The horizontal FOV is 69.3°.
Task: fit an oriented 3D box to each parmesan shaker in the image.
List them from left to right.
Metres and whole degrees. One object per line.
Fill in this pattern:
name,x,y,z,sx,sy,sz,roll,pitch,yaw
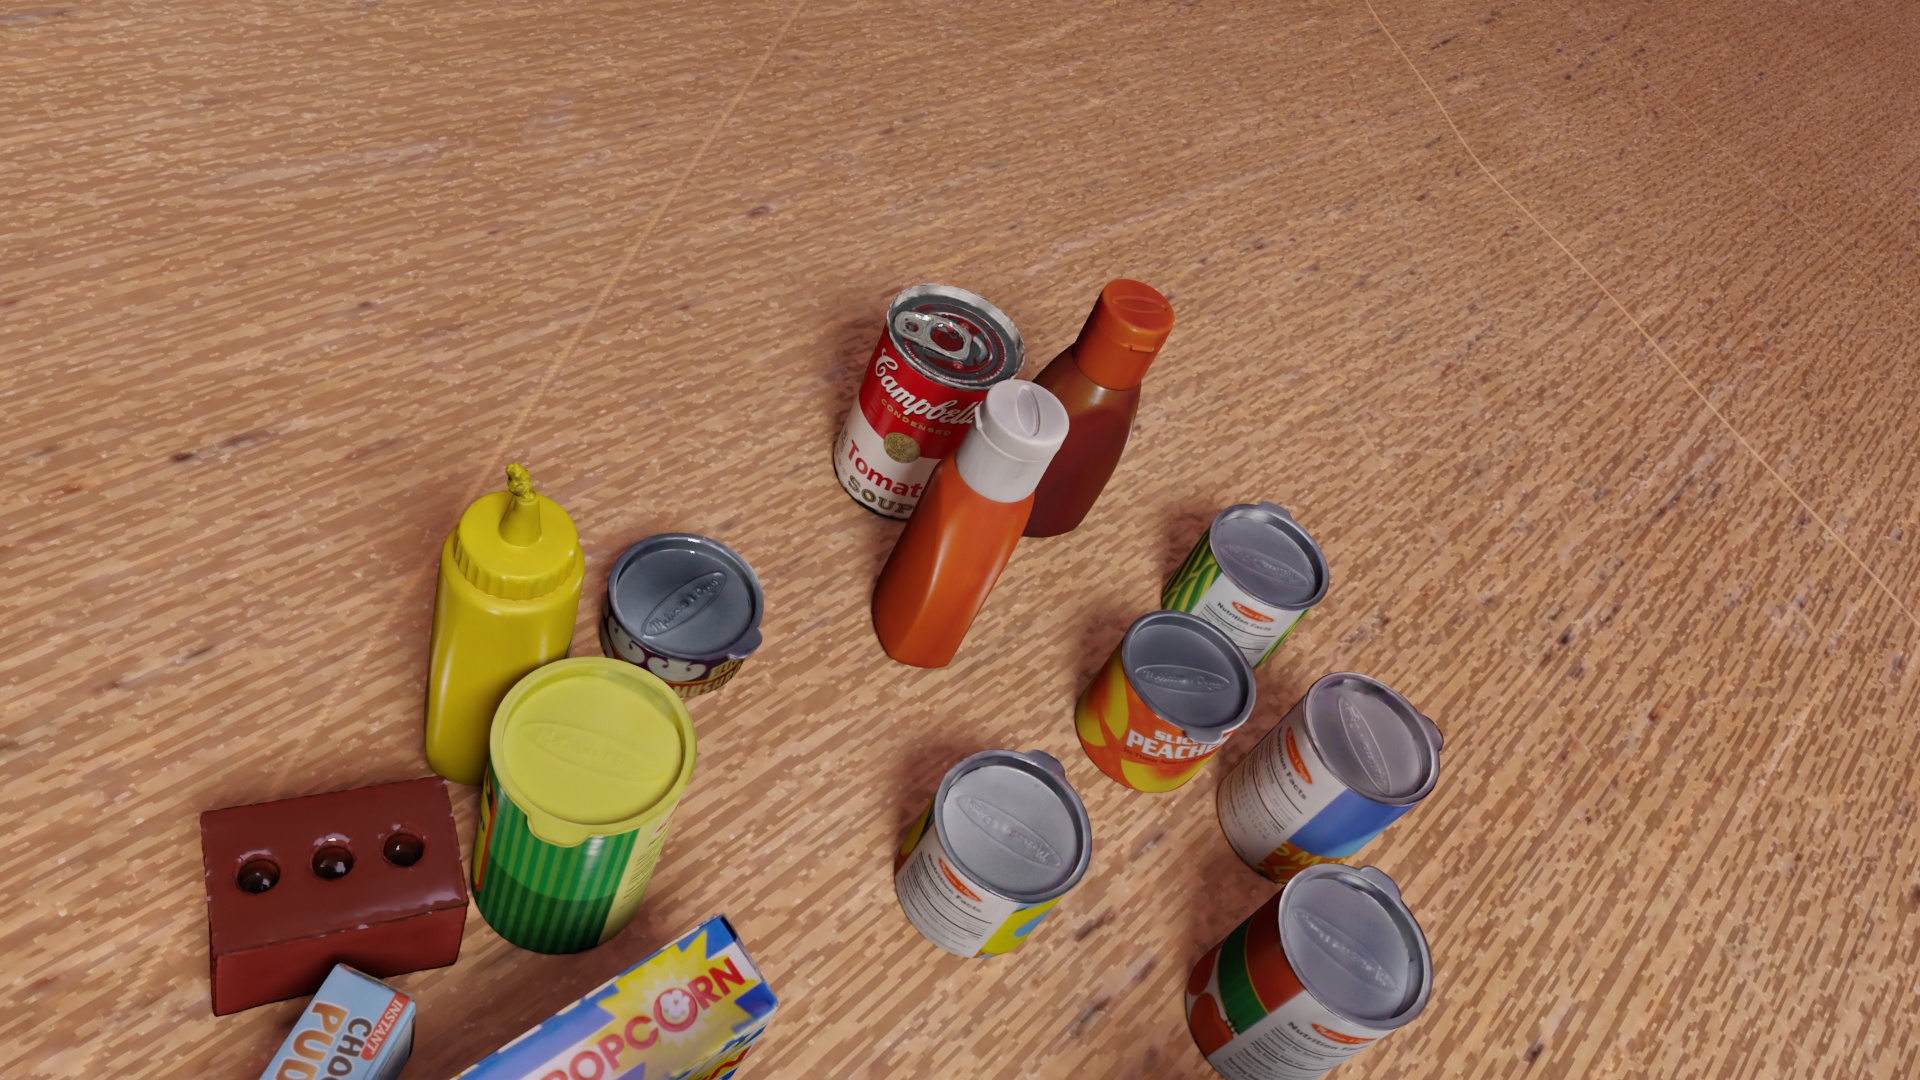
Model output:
parmesan shaker,-0.136,0.098,0.488,0.071,0.102,0.072,13,48,-15

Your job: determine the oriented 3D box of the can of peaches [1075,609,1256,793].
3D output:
can of peaches,0.094,0.077,0.642,0.071,0.057,0.071,13,48,-15

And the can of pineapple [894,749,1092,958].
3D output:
can of pineapple,0.013,0.127,0.564,0.071,0.057,0.071,13,48,-15

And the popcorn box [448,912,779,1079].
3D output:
popcorn box,-0.125,0.179,0.437,0.127,0.084,0.038,-26,66,-38

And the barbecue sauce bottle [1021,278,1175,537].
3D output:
barbecue sauce bottle,0.057,-0.061,0.679,0.065,0.147,0.044,3,51,-22

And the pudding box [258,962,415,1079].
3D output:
pudding box,-0.202,0.180,0.426,0.030,0.049,0.084,25,46,-3

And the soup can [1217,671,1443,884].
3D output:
soup can,0.167,0.109,0.630,0.071,0.083,0.072,13,48,-15

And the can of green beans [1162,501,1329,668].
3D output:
can of green beans,0.144,0.024,0.709,0.071,0.057,0.071,13,48,-15

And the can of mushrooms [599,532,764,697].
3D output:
can of mushrooms,-0.119,0.034,0.598,0.071,0.033,0.071,13,48,-15

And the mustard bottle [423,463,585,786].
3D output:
mustard bottle,-0.162,0.028,0.496,0.049,0.159,0.065,8,50,-19

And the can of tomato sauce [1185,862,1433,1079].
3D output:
can of tomato sauce,0.138,0.177,0.561,0.071,0.082,0.071,13,48,-15

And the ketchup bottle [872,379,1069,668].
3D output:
ketchup bottle,0.002,-0.008,0.609,0.043,0.148,0.065,10,49,-17
